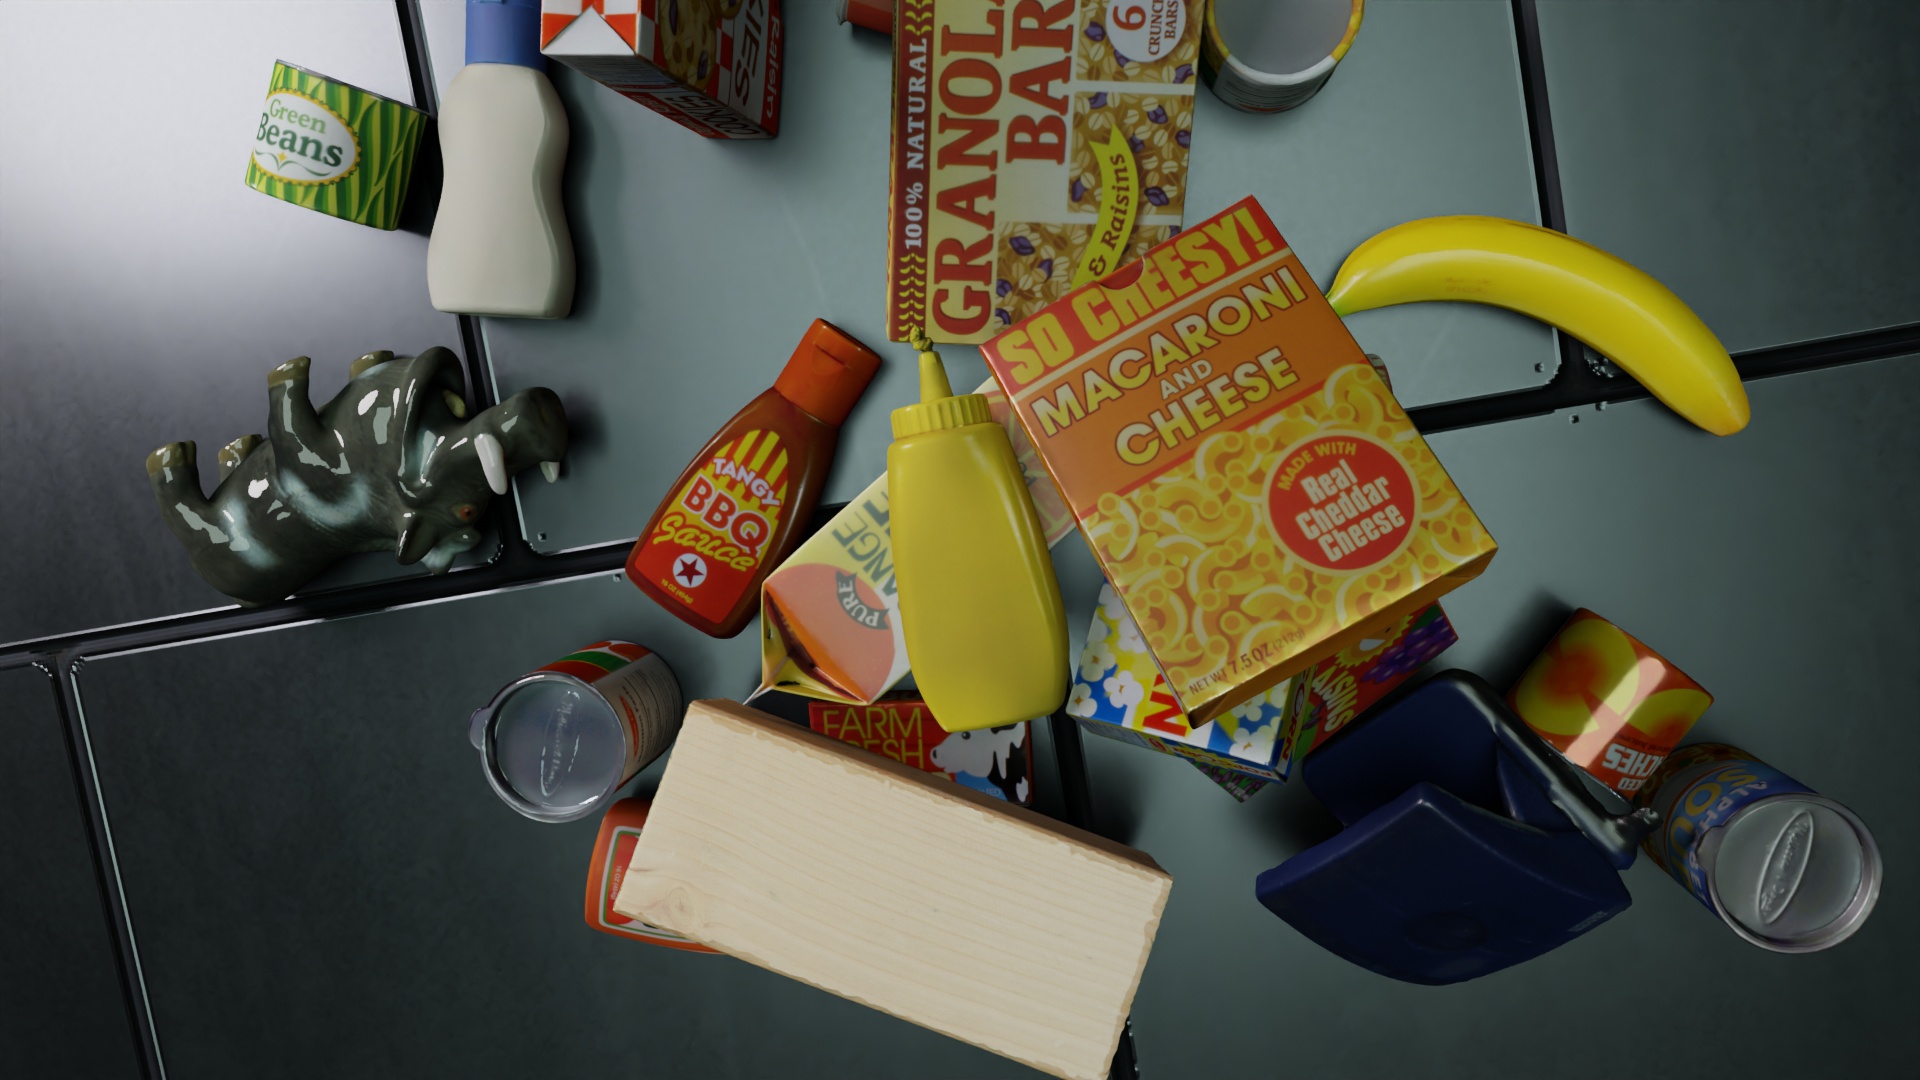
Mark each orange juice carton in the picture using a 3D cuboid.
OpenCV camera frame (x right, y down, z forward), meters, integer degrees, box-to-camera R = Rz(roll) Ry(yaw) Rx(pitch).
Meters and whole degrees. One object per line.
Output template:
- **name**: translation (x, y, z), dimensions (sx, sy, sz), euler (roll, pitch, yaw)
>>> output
- **orange juice carton**: translation (-0.018, 0.006, 0.620), dimensions (0.192, 0.072, 0.073), euler (-41, 90, 8)

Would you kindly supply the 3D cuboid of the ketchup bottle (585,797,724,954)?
- **ketchup bottle**: translation (-0.099, 0.167, 0.658), dimensions (0.149, 0.043, 0.064), euler (12, 96, 4)

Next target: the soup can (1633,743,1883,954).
- **soup can**: translation (0.331, 0.126, 0.589), dimensions (0.071, 0.084, 0.071), euler (1, 96, 6)

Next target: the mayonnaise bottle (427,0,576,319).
- **mayonnaise bottle**: translation (-0.209, -0.177, 0.638), dimensions (0.065, 0.041, 0.148), euler (4, 95, 4)

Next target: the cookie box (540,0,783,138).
- **cookie box**: translation (-0.112, -0.238, 0.558), dimensions (0.040, 0.168, 0.122), euler (4, 96, 9)

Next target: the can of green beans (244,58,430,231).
- **can of green beans**: translation (-0.283, -0.178, 0.632), dimensions (0.071, 0.071, 0.057), euler (20, 98, 4)

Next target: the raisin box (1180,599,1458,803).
- **raisin box**: translation (0.147, 0.053, 0.600), dimensions (0.123, 0.086, 0.040), euler (-39, 52, 8)

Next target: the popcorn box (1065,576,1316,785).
- **popcorn box**: translation (0.102, 0.024, 0.556), dimensions (0.085, 0.038, 0.127), euler (12, 76, 26)

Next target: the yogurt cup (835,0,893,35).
- **yogurt cup**: translation (-0.017, -0.247, 0.600), dimensions (0.054, 0.072, 0.072), euler (23, 98, -5)

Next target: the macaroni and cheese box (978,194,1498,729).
- **macaroni and cheese box**: translation (0.099, -0.033, 0.523), dimensions (0.124, 0.040, 0.167), euler (-29, 70, 2)

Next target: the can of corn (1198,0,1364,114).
- **can of corn**: translation (0.133, -0.223, 0.589), dimensions (0.071, 0.058, 0.071), euler (1, 96, 6)

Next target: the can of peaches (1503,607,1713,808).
- **can of peaches**: translation (0.278, 0.071, 0.597), dimensions (0.071, 0.071, 0.058), euler (37, 97, 1)

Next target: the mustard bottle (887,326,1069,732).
- **mustard bottle**: translation (0.002, -0.007, 0.555), dimensions (0.065, 0.049, 0.160), euler (-10, 93, 6)

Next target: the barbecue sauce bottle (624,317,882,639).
- **barbecue sauce bottle**: translation (-0.090, -0.031, 0.638), dimensions (0.065, 0.044, 0.148), euler (35, 97, 6)

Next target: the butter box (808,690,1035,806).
- **butter box**: translation (-0.018, 0.097, 0.652), dimensions (0.103, 0.024, 0.053), euler (-2, 96, 6)

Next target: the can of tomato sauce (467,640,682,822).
- **can of tomato sauce**: translation (-0.173, 0.085, 0.637), dimensions (0.071, 0.083, 0.071), euler (1, 96, 6)

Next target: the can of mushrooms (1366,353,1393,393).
- **can of mushrooms**: translation (0.164, -0.047, 0.596), dimensions (0.033, 0.071, 0.071), euler (-4, 95, 5)

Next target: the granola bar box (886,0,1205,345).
- **granola bar box**: translation (0.032, -0.165, 0.582), dimensions (0.124, 0.039, 0.164), euler (1, 112, -4)
